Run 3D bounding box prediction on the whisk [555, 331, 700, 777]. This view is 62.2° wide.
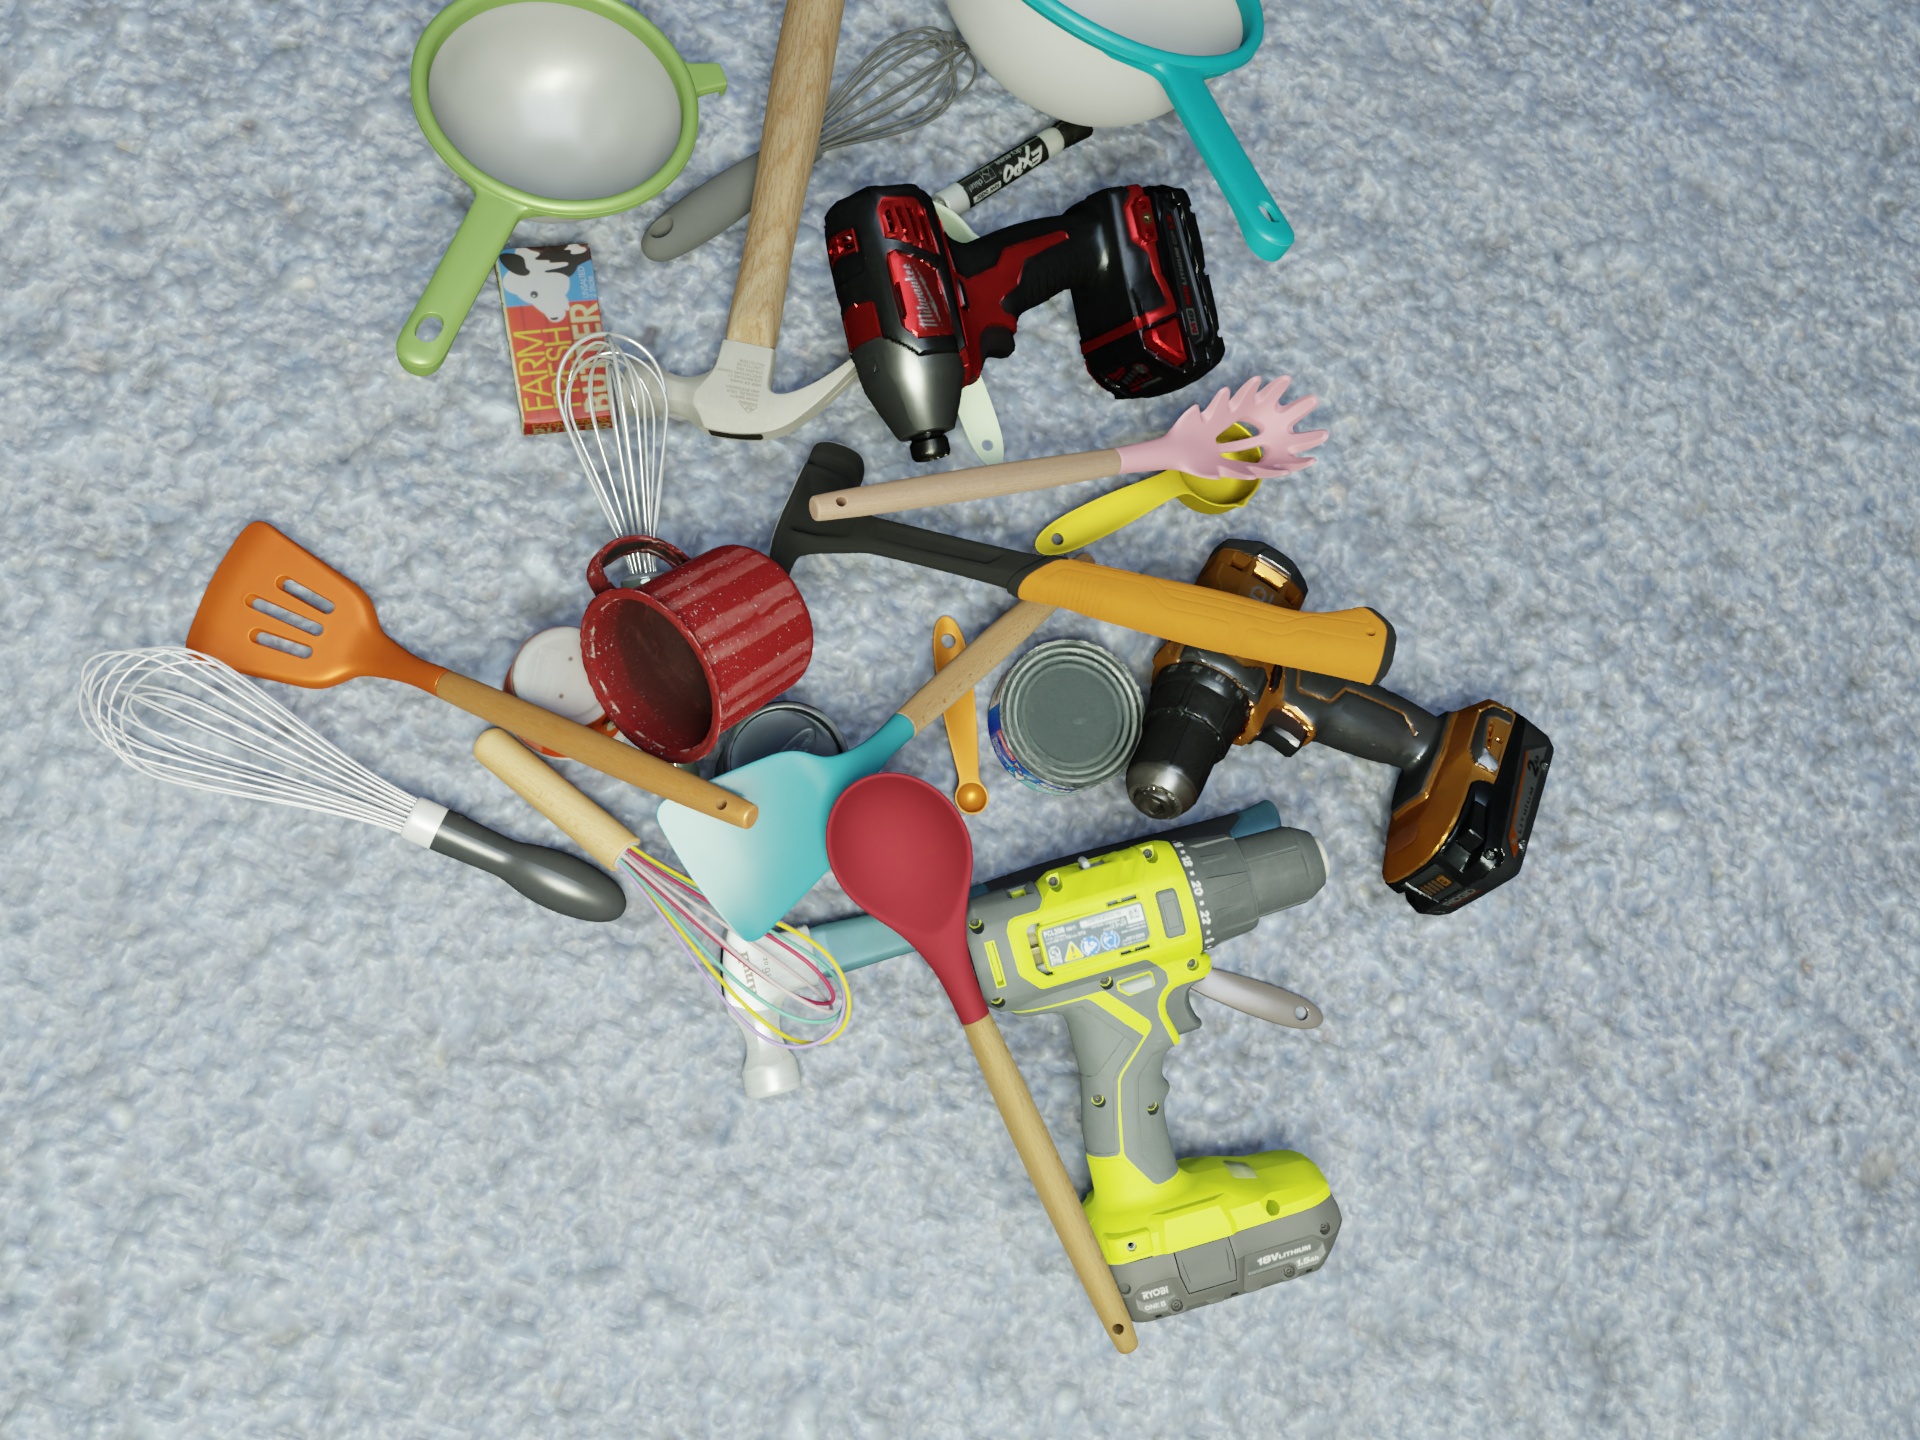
[{"bbox_3d":[-0.169,-0.083,0.843,0.059,0.058,0.246,-11,94,-25],"label":"whisk"}]

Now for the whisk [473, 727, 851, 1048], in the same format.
[{"bbox_3d":[-0.151,0.078,0.808,0.245,0.047,0.051,37,45,12],"label":"whisk"}]

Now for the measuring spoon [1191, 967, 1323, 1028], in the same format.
[{"bbox_3d":[0.154,0.152,0.904,0.124,0.018,0.034,20,75,-10],"label":"measuring spoon"}]

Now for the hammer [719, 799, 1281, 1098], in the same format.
[{"bbox_3d":[0.029,0.101,0.876,0.331,0.033,0.128,-13,83,-16],"label":"hammer"}]

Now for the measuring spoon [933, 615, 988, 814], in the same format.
[{"bbox_3d":[-0.001,-0.003,0.903,0.021,0.011,0.117,-5,77,-14],"label":"measuring spoon"}]

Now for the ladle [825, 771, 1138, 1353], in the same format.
[{"bbox_3d":[0.019,0.169,0.779,0.069,0.031,0.315,-24,94,8],"label":"ladle"}]

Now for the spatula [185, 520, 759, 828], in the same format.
[{"bbox_3d":[-0.240,-0.011,0.781,0.323,0.041,0.081,21,82,20],"label":"spatula"}]

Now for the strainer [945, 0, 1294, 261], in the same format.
[{"bbox_3d":[0.090,-0.370,0.921,0.211,0.095,0.341,-7,62,-33],"label":"strainer"}]

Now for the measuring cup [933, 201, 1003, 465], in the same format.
[{"bbox_3d":[-0.012,-0.220,0.929,0.083,0.038,0.167,-19,86,-16],"label":"measuring cup"}]

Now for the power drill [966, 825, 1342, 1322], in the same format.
[{"bbox_3d":[0.117,0.173,0.826,0.190,0.080,0.228,-15,94,-3],"label":"power drill"}]

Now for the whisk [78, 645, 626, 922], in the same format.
[{"bbox_3d":[-0.299,0.037,0.797,0.284,0.070,0.070,26,74,-12],"label":"whisk"}]

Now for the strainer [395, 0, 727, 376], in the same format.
[{"bbox_3d":[-0.239,-0.280,0.858,0.151,0.069,0.256,23,68,-8],"label":"strainer"}]

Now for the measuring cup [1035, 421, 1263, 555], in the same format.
[{"bbox_3d":[0.109,-0.131,0.946,0.156,0.029,0.062,-26,86,-15],"label":"measuring cup"}]

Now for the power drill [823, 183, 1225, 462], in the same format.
[{"bbox_3d":[0.035,-0.224,0.884,0.219,0.078,0.143,-14,92,-32],"label":"power drill"}]

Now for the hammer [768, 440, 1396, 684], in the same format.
[{"bbox_3d":[0.064,-0.067,0.853,0.337,0.034,0.127,13,51,4],"label":"hammer"}]

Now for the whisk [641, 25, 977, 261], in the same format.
[{"bbox_3d":[-0.087,-0.335,0.930,0.239,0.055,0.055,-38,90,-13],"label":"whisk"}]

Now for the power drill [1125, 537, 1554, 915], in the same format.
[{"bbox_3d":[0.206,0.021,0.894,0.226,0.084,0.185,32,56,-4],"label":"power drill"}]

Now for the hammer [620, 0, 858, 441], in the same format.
[{"bbox_3d":[-0.093,-0.319,0.885,0.130,0.031,0.331,11,89,-3],"label":"hammer"}]

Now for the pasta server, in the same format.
[{"bbox_3d":[0.066,-0.142,0.878,0.316,0.040,0.060,-13,84,-26],"label":"pasta server"}]

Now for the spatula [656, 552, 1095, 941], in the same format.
[{"bbox_3d":[-0.022,-0.010,0.845,0.317,0.044,0.082,-42,103,-39],"label":"spatula"}]
